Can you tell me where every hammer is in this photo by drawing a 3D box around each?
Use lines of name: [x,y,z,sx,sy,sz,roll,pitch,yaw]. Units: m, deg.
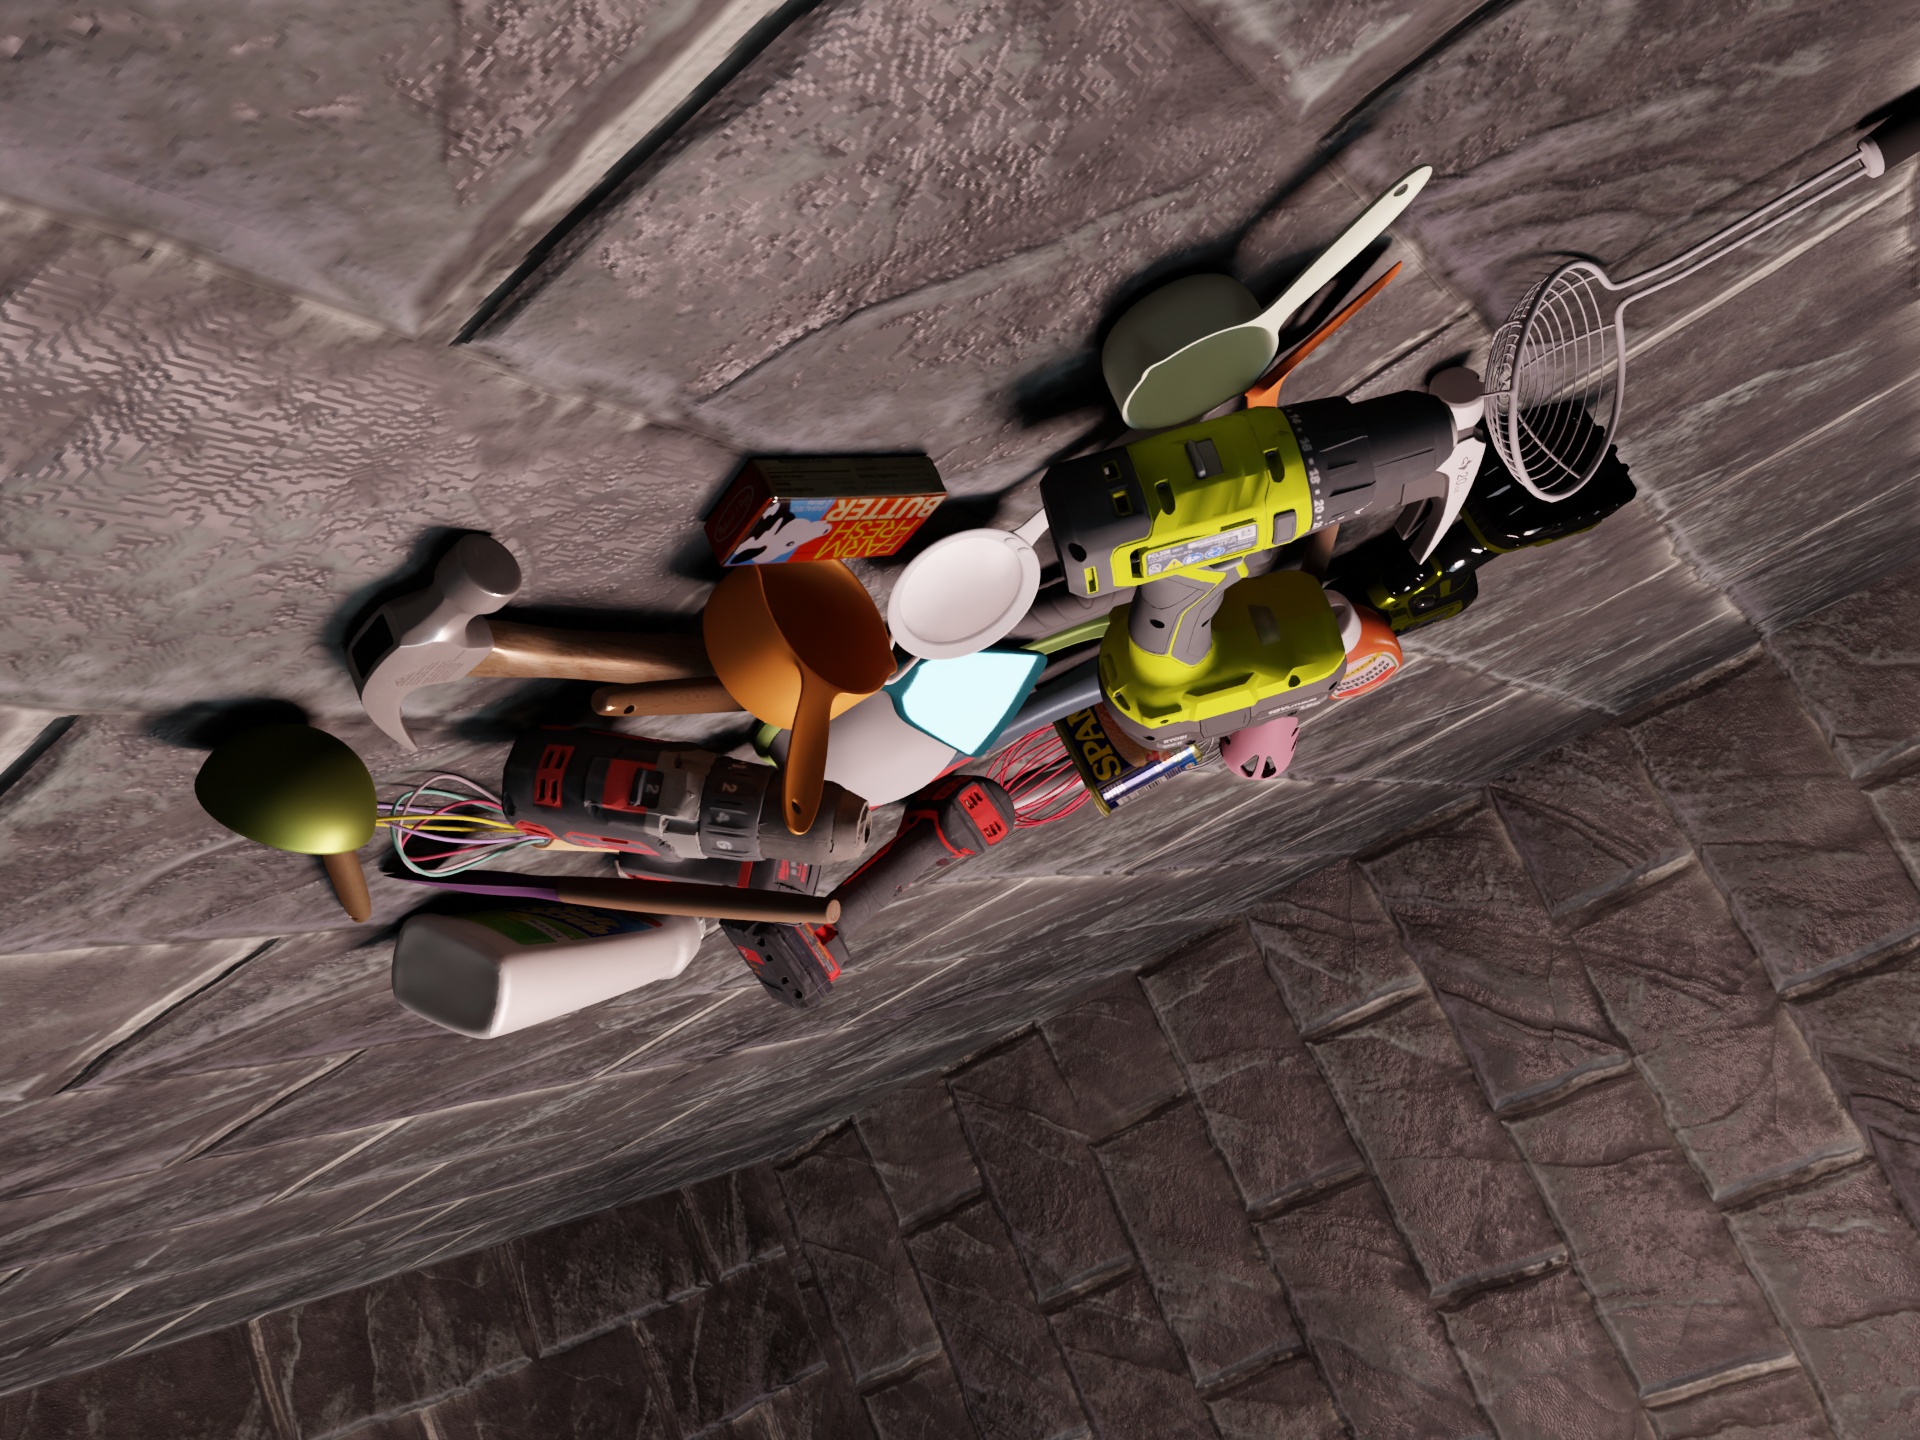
hammer: [-0.153,-0.029,0.792,0.130,0.031,0.331,-34,161,28]
hammer: [-0.054,0.042,1.110,0.386,0.038,0.143,-27,164,12]
hammer: [0.154,-0.101,0.961,0.335,0.035,0.146,-21,149,-3]

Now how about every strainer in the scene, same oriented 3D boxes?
strainer: [0.050,-0.110,0.814,0.258,0.050,0.086,-36,140,18]
strainer: [-0.002,-0.003,1.013,0.256,0.069,0.151,-20,163,-9]

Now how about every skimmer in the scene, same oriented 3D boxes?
skimmer: [0.439,-0.250,0.838,0.363,0.090,0.127,-31,131,12]

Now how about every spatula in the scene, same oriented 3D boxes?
spatula: [-0.068,-0.012,0.843,0.317,0.044,0.082,-6,135,-56]
spatula: [0.165,-0.120,0.866,0.081,0.041,0.322,-42,158,-23]
spatula: [-0.201,0.095,0.878,0.316,0.018,0.059,1,177,30]

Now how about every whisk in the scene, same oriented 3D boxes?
whisk: [0.132,-0.007,1.211,0.296,0.073,0.073,-37,160,21]
whisk: [0.120,0.044,1.370,0.239,0.055,0.055,-19,163,-3]
whisk: [-0.253,0.065,0.923,0.047,0.051,0.245,-34,165,13]

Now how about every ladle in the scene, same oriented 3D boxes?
ladle: [-0.330,0.074,0.821,0.078,0.062,0.320,25,156,-6]

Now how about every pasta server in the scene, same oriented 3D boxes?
pasta server: [0.233,-0.054,1.129,0.060,0.040,0.316,5,140,2]

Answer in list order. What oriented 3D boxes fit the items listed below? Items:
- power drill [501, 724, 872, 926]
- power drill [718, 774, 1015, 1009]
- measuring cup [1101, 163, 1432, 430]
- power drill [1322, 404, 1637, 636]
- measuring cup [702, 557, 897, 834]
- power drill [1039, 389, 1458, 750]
power drill: [-0.130,0.060,0.886,0.188,0.080,0.226,8,167,8]
power drill: [-0.068,0.119,1.212,0.219,0.078,0.143,-37,-171,-18]
measuring cup: [0.128,-0.190,0.685,0.083,0.038,0.167,-5,152,-49]
power drill: [0.344,-0.120,1.121,0.171,0.080,0.223,-19,165,-31]
measuring cup: [-0.083,-0.008,0.734,0.052,0.174,0.095,-31,128,31]
power drill: [0.146,-0.078,0.812,0.190,0.080,0.228,-16,154,1]
